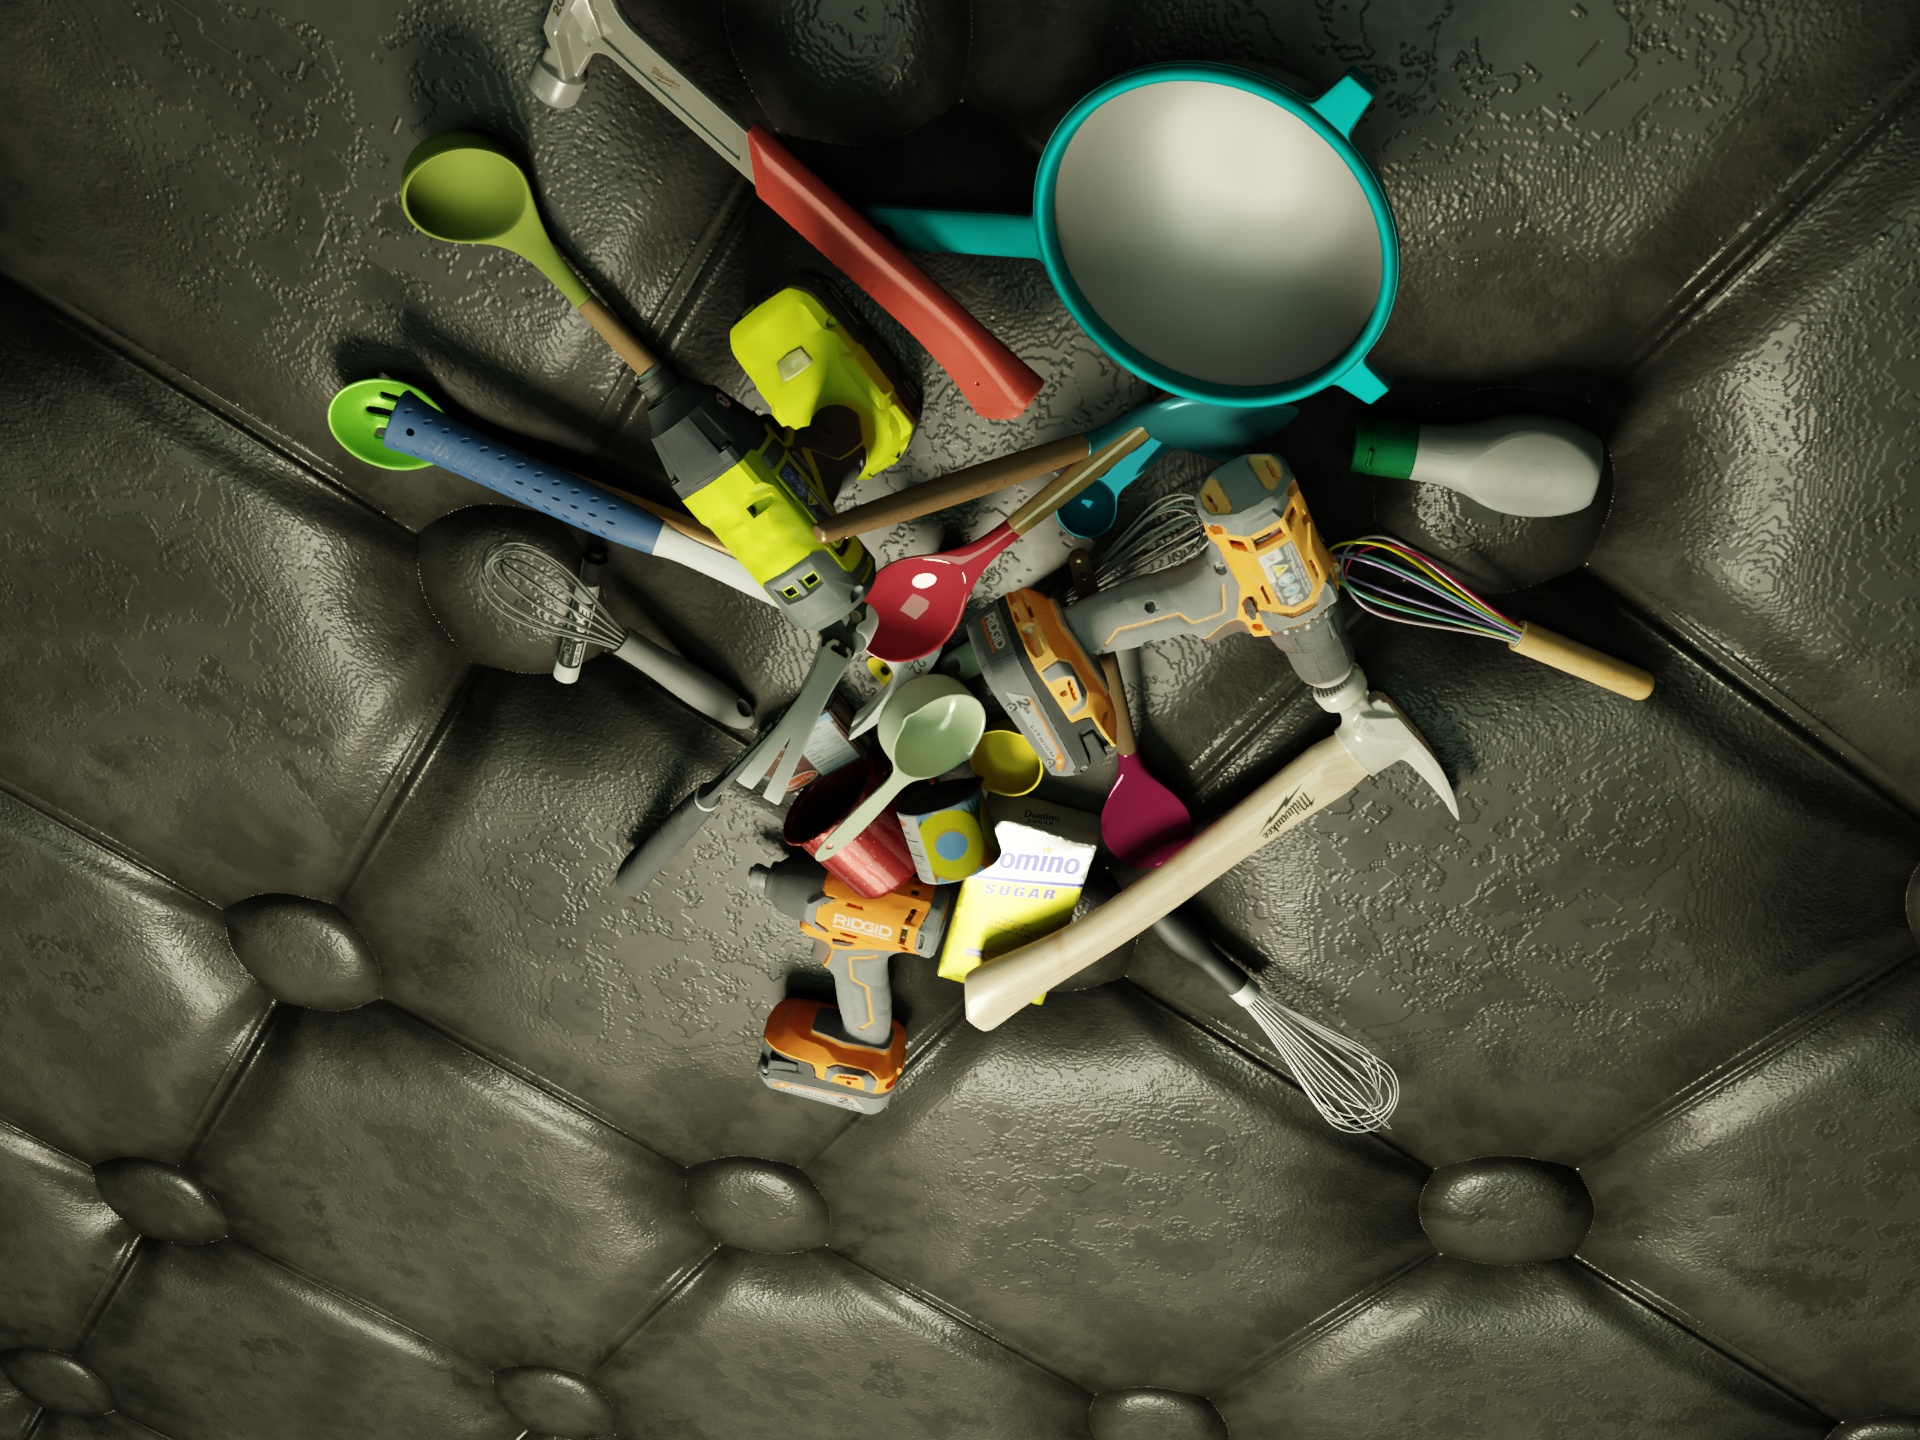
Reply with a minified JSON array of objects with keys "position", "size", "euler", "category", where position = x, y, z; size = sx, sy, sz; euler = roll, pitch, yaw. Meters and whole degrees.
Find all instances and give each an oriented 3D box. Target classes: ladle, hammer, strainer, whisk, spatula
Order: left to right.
[{"position":[-0.230,-0.251,1.043],"size":[0.078,0.062,0.320],"euler":[-33,115,25],"category":"ladle"},{"position":[-0.248,-0.056,1.170],"size":[0.238,0.055,0.055],"euler":[34,125,-27],"category":"whisk"},{"position":[-0.204,-0.118,1.114],"size":[0.405,0.035,0.144],"euler":[24,117,-10],"category":"hammer"},{"position":[-0.180,0.055,1.162],"size":[0.036,0.149,0.409],"euler":[33,145,-13],"category":"hammer"},{"position":[-0.088,-0.315,0.946],"size":[0.359,0.037,0.149],"euler":[40,137,-11],"category":"hammer"},{"position":[0.054,-0.144,1.049],"size":[0.315,0.031,0.069],"euler":[-37,110,19],"category":"ladle"},{"position":[0.057,-0.147,0.943],"size":[0.044,0.317,0.082],"euler":[66,154,4],"category":"spatula"},{"position":[0.080,-0.085,1.103],"size":[0.246,0.059,0.058],"euler":[-29,78,32],"category":"whisk"},{"position":[0.100,-0.301,0.928],"size":[0.340,0.095,0.210],"euler":[13,142,29],"category":"strainer"},{"position":[0.170,0.124,1.195],"size":[0.410,0.038,0.146],"euler":[-38,112,21],"category":"hammer"},{"position":[0.251,0.238,1.288],"size":[0.284,0.070,0.070],"euler":[43,122,-12],"category":"whisk"},{"position":[0.354,-0.066,1.058],"size":[0.245,0.051,0.047],"euler":[21,120,-7],"category":"whisk"}]

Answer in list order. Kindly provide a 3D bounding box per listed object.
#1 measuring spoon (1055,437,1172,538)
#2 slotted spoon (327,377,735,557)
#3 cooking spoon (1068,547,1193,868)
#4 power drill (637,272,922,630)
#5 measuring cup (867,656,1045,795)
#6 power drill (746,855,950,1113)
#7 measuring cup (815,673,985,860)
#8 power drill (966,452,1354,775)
[{"position":[0.115,-0.172,1.053],"size":[0.042,0.021,0.128],"euler":[44,113,-8],"category":"measuring spoon"},{"position":[-0.290,-0.170,1.129],"size":[0.313,0.031,0.070],"euler":[20,123,-5],"category":"slotted spoon"},{"position":[0.115,0.002,1.139],"size":[0.069,0.017,0.318],"euler":[-10,133,10],"category":"cooking spoon"},{"position":[-0.105,-0.177,0.962],"size":[0.080,0.223,0.171],"euler":[-28,115,27],"category":"power drill"},{"position":[-0.002,-0.004,1.192],"size":[0.156,0.029,0.062],"euler":[37,124,0],"category":"measuring cup"},{"position":[-0.107,0.211,1.326],"size":[0.164,0.084,0.226],"euler":[15,122,2],"category":"power drill"},{"position":[-0.054,0.033,1.151],"size":[0.167,0.038,0.083],"euler":[-46,140,11],"category":"measuring cup"},{"position":[0.141,-0.051,1.033],"size":[0.226,0.084,0.185],"euler":[-28,131,10],"category":"power drill"}]
